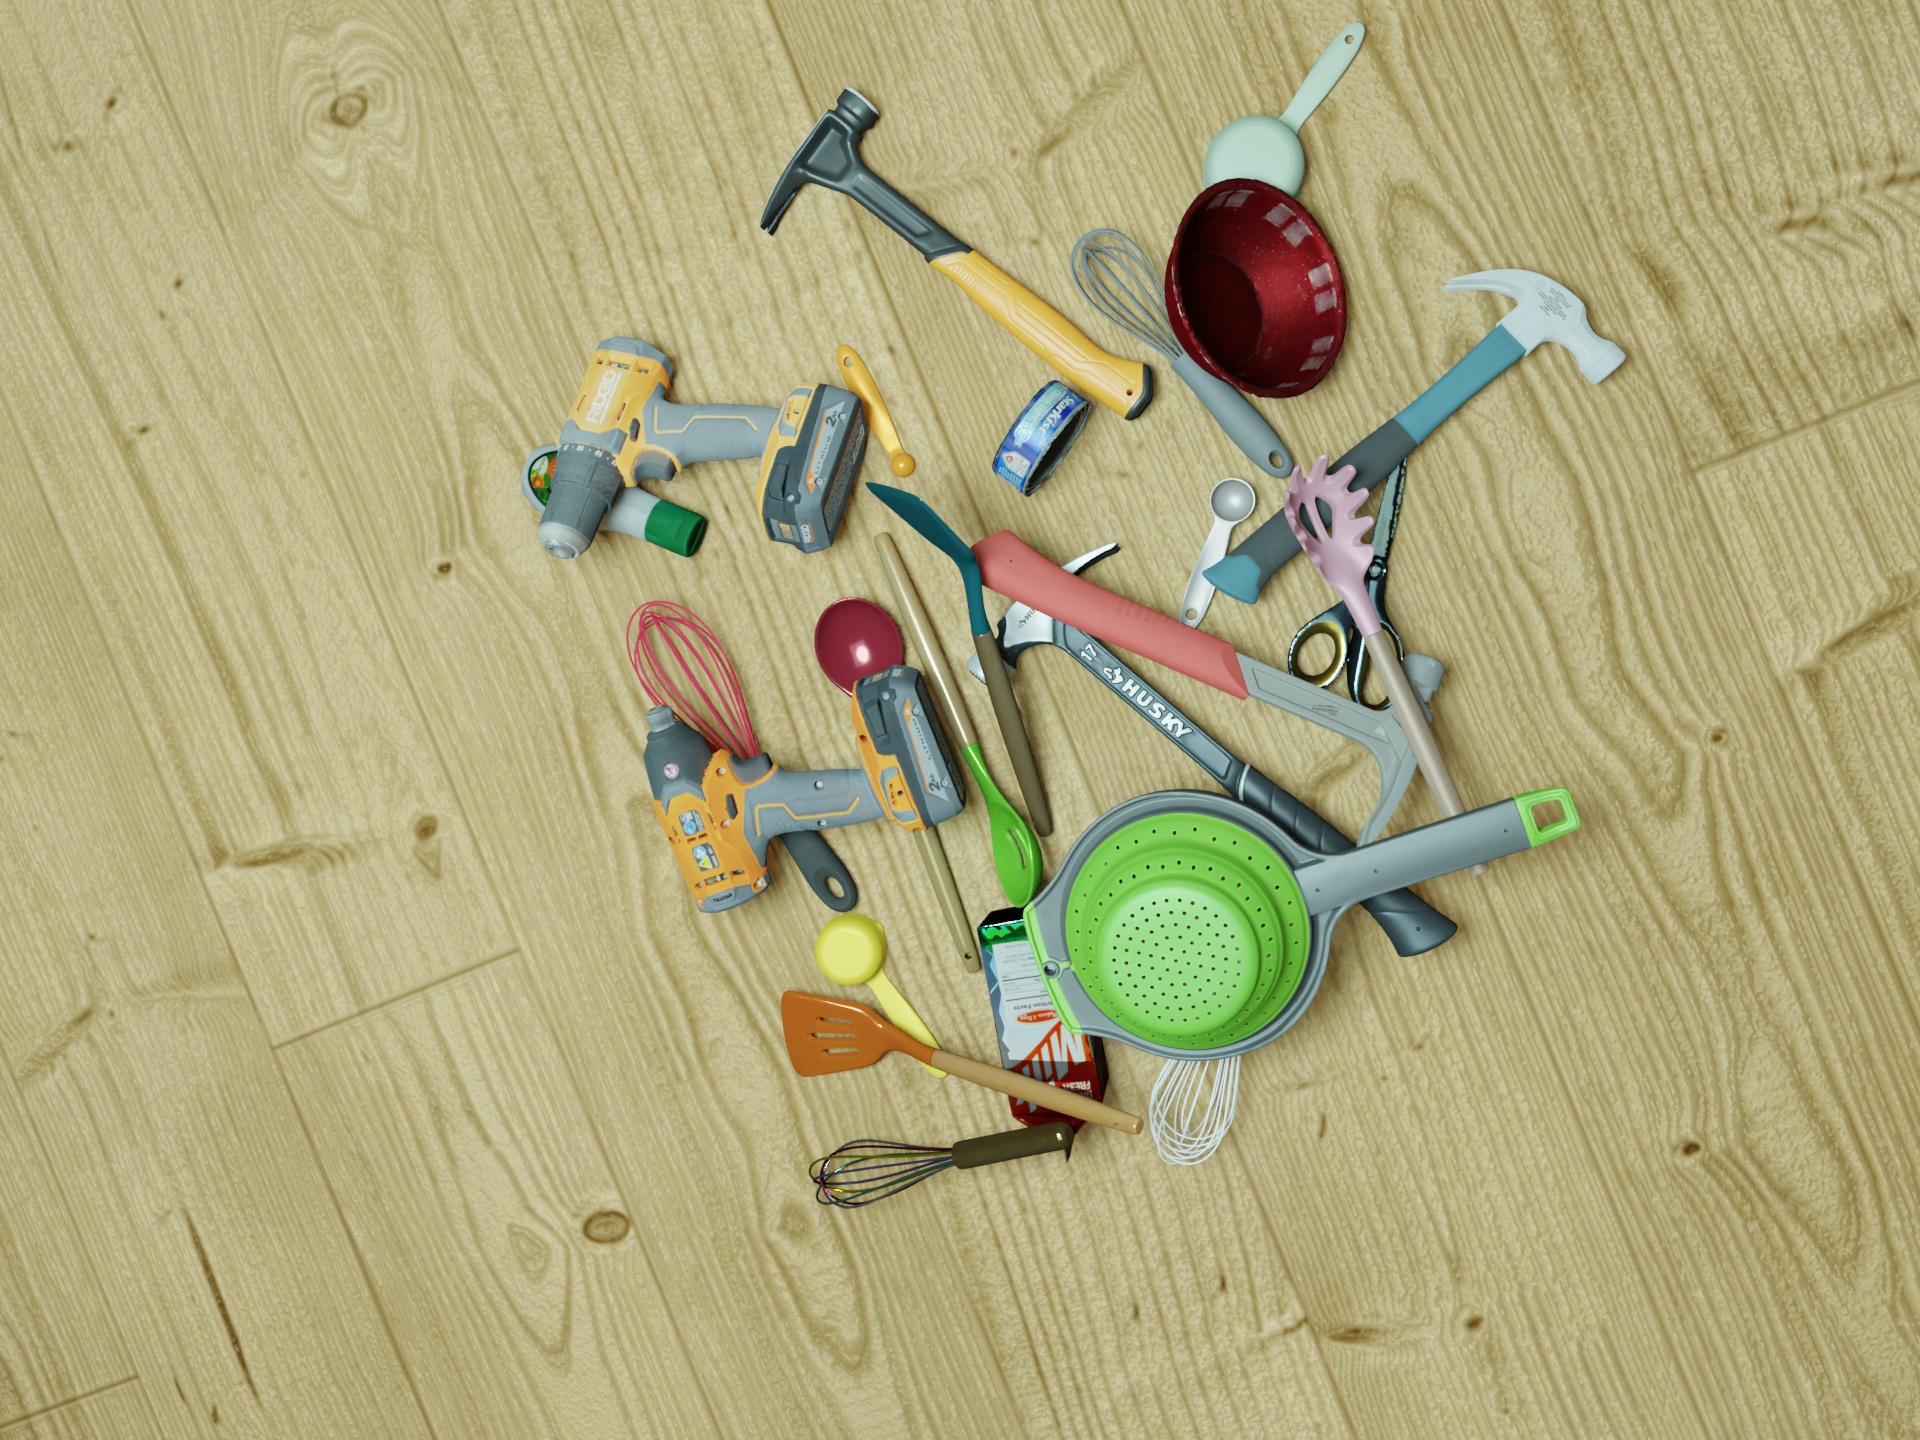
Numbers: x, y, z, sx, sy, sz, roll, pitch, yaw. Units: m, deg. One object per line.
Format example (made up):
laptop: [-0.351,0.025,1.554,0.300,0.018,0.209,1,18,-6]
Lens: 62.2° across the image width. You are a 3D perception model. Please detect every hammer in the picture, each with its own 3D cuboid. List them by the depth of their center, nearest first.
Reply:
hammer: [0.166,-0.042,1.169,0.359,0.036,0.149,23,79,4]
hammer: [0.318,-0.202,1.174,0.331,0.033,0.128,-41,85,6]
hammer: [0.202,0.031,1.198,0.409,0.036,0.149,40,94,10]
hammer: [0.005,-0.337,1.225,0.337,0.034,0.127,39,98,5]

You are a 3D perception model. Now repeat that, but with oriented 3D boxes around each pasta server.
pasta server: [0.308,-0.038,1.133,0.060,0.040,0.316,-22,84,-8]

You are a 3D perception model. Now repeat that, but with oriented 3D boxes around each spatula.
spatula: [0.013,-0.040,1.184,0.044,0.082,0.317,-31,119,-22]
spatula: [-0.005,0.270,1.215,0.323,0.041,0.081,9,115,37]

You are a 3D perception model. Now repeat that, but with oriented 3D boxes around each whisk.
whisk: [0.170,-0.276,1.200,0.055,0.055,0.239,-41,92,10]
whisk: [0.208,0.208,1.223,0.070,0.070,0.284,18,92,7]
whisk: [-0.021,0.341,1.236,0.245,0.051,0.047,-20,97,30]
whisk: [-0.171,0.031,1.272,0.073,0.073,0.296,-33,94,10]

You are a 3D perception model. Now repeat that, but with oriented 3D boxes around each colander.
colander: [0.230,0.129,1.100,0.397,0.094,0.204,-20,93,15]

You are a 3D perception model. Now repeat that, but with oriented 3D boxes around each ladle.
ladle: [-0.041,0.053,1.266,0.069,0.031,0.315,-19,93,8]

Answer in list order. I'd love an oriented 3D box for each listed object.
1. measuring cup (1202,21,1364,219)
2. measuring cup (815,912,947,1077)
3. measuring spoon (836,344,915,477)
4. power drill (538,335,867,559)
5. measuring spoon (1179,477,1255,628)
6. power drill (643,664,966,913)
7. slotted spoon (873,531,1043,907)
measuring cup: [0.245,-0.447,1.175,0.083,0.038,0.167,37,101,5]
measuring cup: [-0.060,0.225,1.278,0.062,0.029,0.156,-37,86,10]
measuring spoon: [-0.069,-0.245,1.255,0.021,0.011,0.117,-28,89,10]
power drill: [-0.203,-0.192,1.219,0.226,0.084,0.185,13,68,9]
measuring spoon: [0.193,-0.127,1.223,0.034,0.018,0.124,20,104,6]
power drill: [-0.126,0.037,1.209,0.226,0.084,0.164,-20,102,7]
slotted spoon: [-0.002,-0.004,1.248,0.031,0.070,0.314,-21,85,-25]
